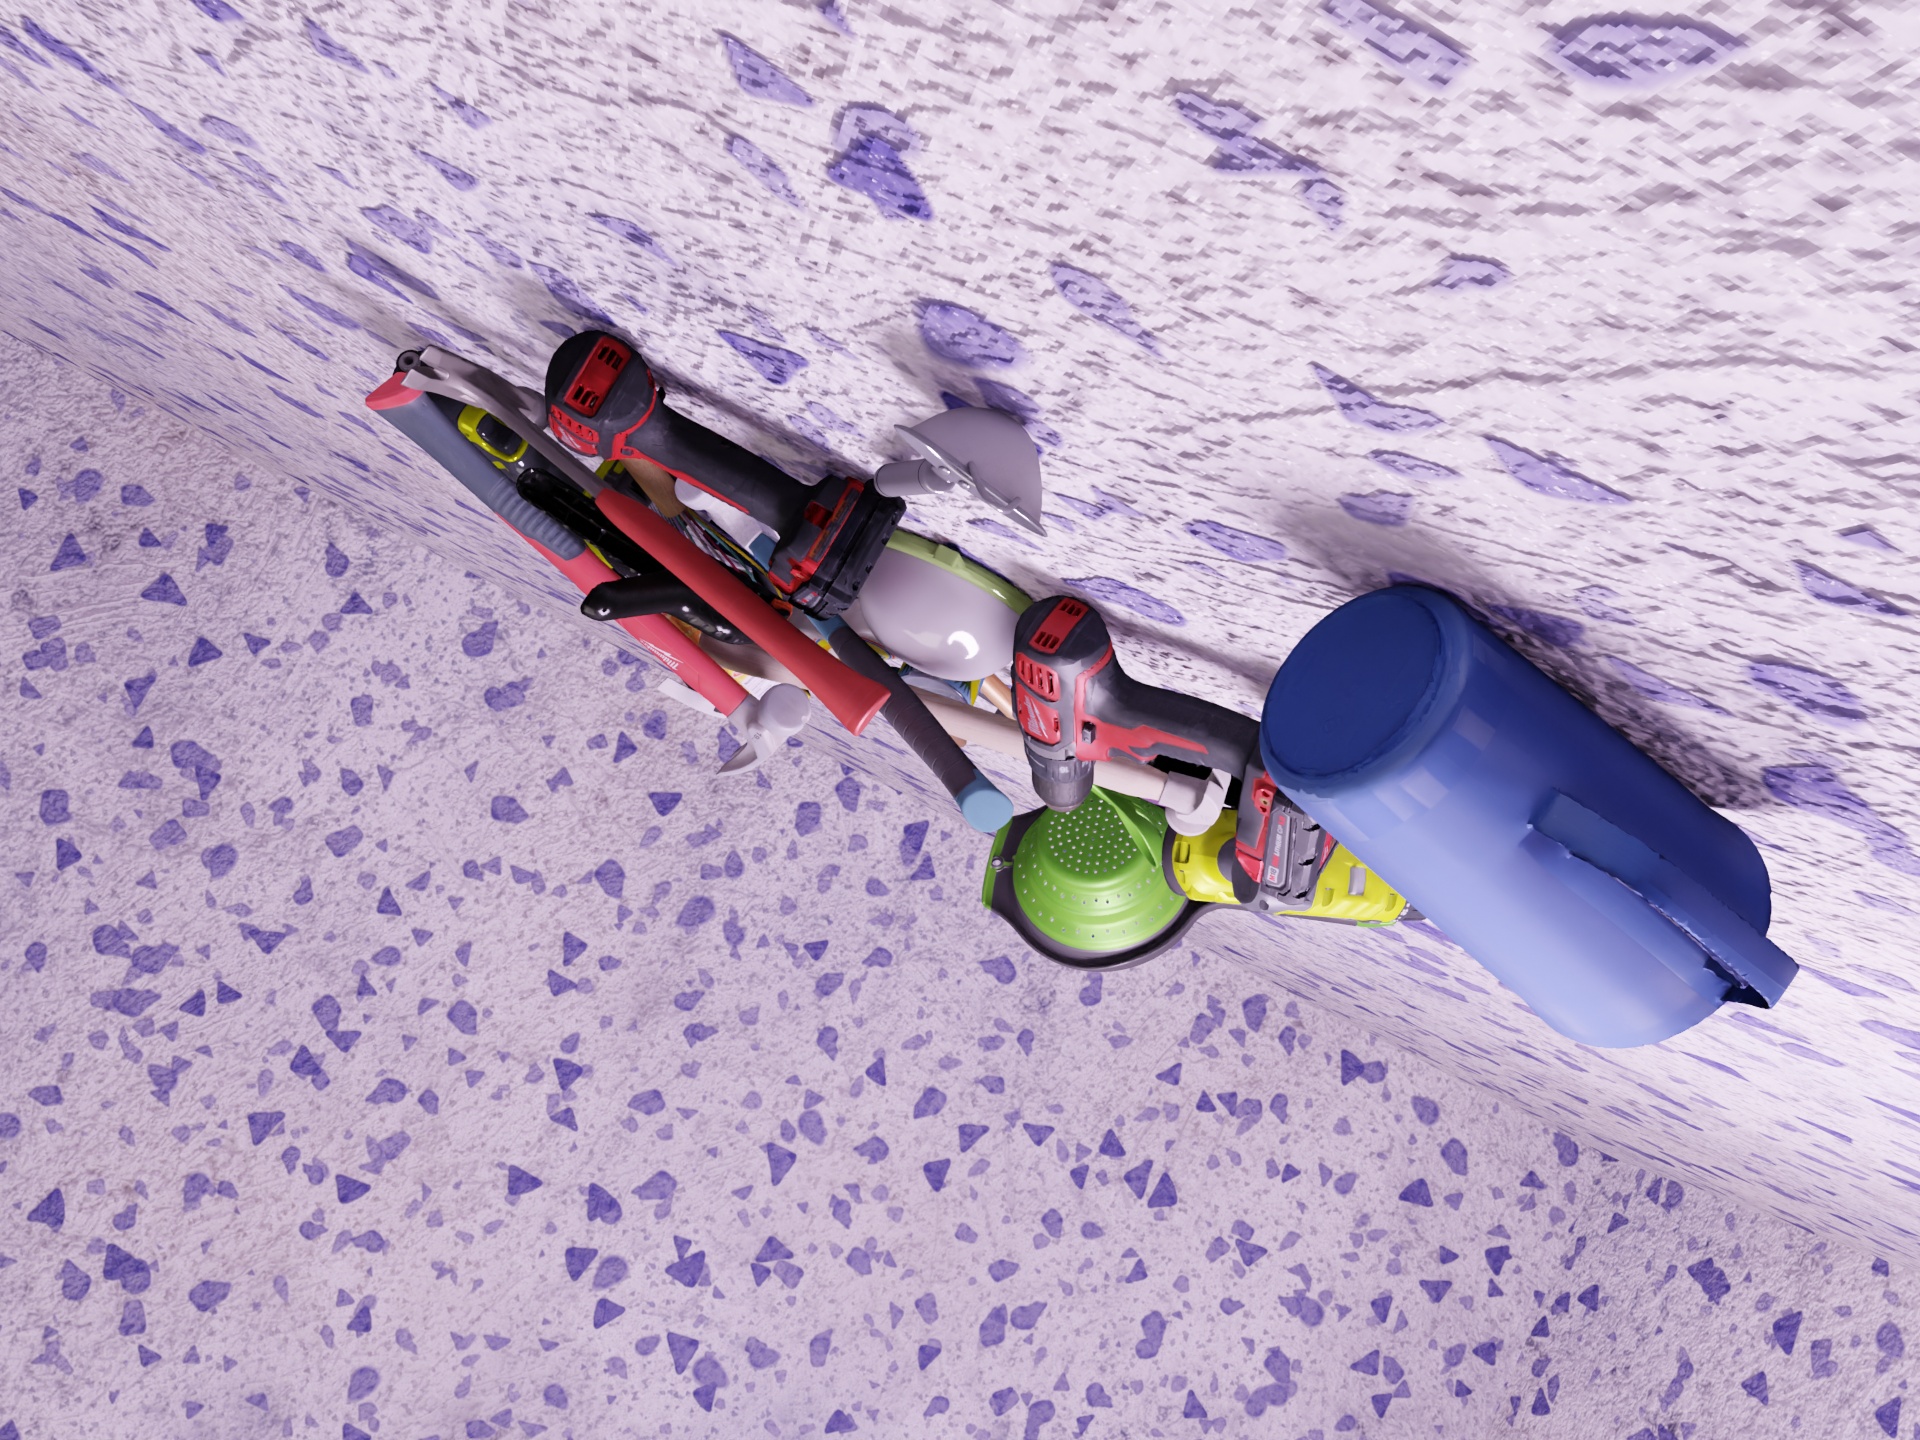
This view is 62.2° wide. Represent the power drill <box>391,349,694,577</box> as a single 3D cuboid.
[{"bbox_3d":[-0.328,-0.202,1.228,0.223,0.080,0.171,28,168,8],"label":"power drill"}]

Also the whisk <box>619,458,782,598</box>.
[{"bbox_3d":[-0.203,-0.142,1.180,0.047,0.051,0.244,4,149,30],"label":"whisk"}]

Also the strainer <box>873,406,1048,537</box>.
[{"bbox_3d":[-0.009,-0.125,0.791,0.086,0.050,0.258,35,176,-17],"label":"strainer"}]

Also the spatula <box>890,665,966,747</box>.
[{"bbox_3d":[-0.029,-0.001,1.416,0.082,0.044,0.317,42,178,13],"label":"spatula"}]

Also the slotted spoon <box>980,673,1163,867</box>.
[{"bbox_3d":[0.080,0.022,1.358,0.313,0.031,0.070,43,-177,-27],"label":"slotted spoon"}]

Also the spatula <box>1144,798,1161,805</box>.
[{"bbox_3d":[0.158,0.059,1.405,0.060,0.018,0.316,18,-179,-2],"label":"spatula"}]

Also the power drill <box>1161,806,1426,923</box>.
[{"bbox_3d":[0.274,0.116,1.244,0.190,0.080,0.228,6,179,-16],"label":"power drill"}]

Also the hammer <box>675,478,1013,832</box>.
[{"bbox_3d":[-0.075,-0.049,1.104,0.331,0.033,0.128,49,-172,26],"label":"hammer"}]

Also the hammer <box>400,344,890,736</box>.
[{"bbox_3d":[-0.194,-0.115,1.026,0.359,0.036,0.149,39,-172,9],"label":"hammer"}]

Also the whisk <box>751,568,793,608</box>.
[{"bbox_3d":[-0.138,-0.089,1.443,0.070,0.070,0.284,24,167,17],"label":"whisk"}]

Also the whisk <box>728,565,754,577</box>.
[{"bbox_3d":[-0.258,-0.144,1.506,0.246,0.057,0.059,17,-157,33],"label":"whisk"}]

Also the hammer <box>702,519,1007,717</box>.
[{"bbox_3d":[-0.051,-0.065,1.362,0.405,0.035,0.144,32,171,-34],"label":"hammer"}]

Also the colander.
[{"bbox_3d":[0.211,0.138,1.504,0.397,0.205,0.094,6,148,15],"label":"colander"}]

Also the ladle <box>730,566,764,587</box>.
[{"bbox_3d":[-0.120,-0.057,1.393,0.069,0.031,0.315,35,177,41],"label":"ladle"}]

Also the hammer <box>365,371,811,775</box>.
[{"bbox_3d":[-0.283,-0.106,1.185,0.386,0.038,0.143,42,148,-9],"label":"hammer"}]

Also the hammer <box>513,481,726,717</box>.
[{"bbox_3d":[-0.309,-0.133,1.348,0.335,0.035,0.146,47,-175,7],"label":"hammer"}]

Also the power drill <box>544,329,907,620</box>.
[{"bbox_3d":[-0.152,-0.151,0.975,0.219,0.078,0.143,31,172,-11],"label":"power drill"}]

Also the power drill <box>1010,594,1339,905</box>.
[{"bbox_3d":[0.133,0.029,1.014,0.227,0.080,0.187,25,148,22],"label":"power drill"}]

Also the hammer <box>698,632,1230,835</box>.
[{"bbox_3d":[-0.002,-0.004,1.182,0.410,0.038,0.146,18,167,7],"label":"hammer"}]

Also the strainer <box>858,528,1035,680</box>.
[{"bbox_3d":[0.017,-0.046,1.123,0.256,0.069,0.152,34,170,-36],"label":"strainer"}]
